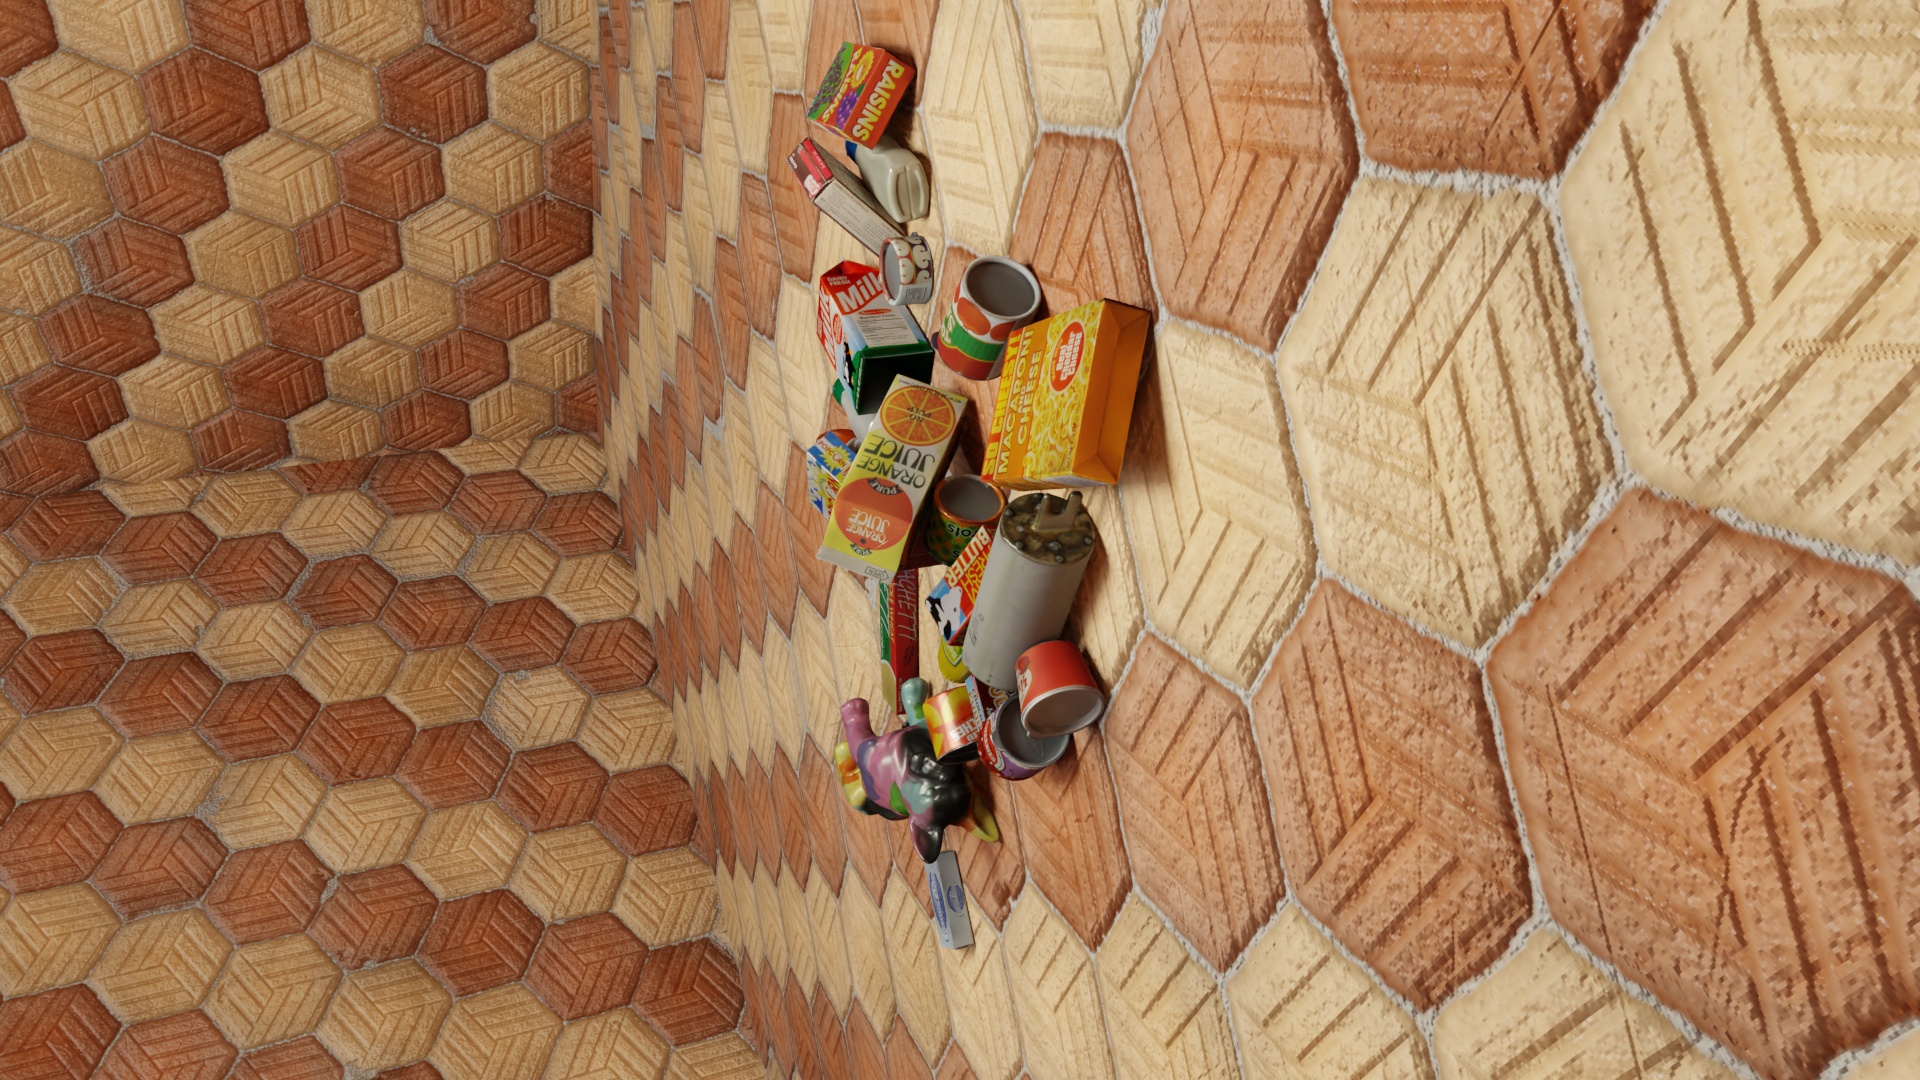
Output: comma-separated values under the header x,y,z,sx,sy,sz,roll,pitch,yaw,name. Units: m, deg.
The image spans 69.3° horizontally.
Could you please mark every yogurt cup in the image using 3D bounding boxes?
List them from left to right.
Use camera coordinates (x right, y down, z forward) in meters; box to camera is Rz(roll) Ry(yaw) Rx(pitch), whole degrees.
x,y,z,sx,sy,sz,roll,pitch,yaw,name
0.076,0.116,1.108,0.072,0.072,0.054,105,157,-47,yogurt cup

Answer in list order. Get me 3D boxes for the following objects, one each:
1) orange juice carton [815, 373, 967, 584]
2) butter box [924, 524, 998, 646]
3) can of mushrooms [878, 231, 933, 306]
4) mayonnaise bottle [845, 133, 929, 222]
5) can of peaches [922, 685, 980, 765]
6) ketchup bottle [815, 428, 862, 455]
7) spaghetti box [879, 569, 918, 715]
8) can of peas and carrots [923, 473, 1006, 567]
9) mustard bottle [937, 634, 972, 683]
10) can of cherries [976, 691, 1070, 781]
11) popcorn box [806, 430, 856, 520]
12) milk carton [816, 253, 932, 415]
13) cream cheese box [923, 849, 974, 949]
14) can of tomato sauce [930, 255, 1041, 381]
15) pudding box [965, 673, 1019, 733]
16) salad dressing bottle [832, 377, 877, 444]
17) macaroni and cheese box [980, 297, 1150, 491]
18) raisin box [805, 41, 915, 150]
x,y,z,sx,sy,sz,roll,pitch,yaw,name
-0.061,-0.048,1.238,0.072,0.072,0.194,102,-171,-57,orange juice carton
0.012,0.039,1.201,0.103,0.024,0.053,-52,51,30,butter box
-0.053,-0.261,1.336,0.071,0.033,0.071,172,89,-70,can of mushrooms
-0.073,-0.359,1.337,0.148,0.041,0.064,-123,21,-50,mayonnaise bottle
0.003,0.174,1.319,0.071,0.071,0.058,119,138,-59,can of peaches
-0.126,-0.097,1.579,0.148,0.044,0.064,-179,77,-69,ketchup bottle
-0.068,0.071,1.516,0.050,0.029,0.248,-138,43,-58,spaghetti box
0.004,-0.016,1.236,0.058,0.071,0.071,103,151,-43,can of peas and carrots
0.009,0.098,1.295,0.159,0.049,0.065,115,142,-56,mustard bottle
0.050,0.167,1.183,0.058,0.071,0.071,127,130,-63,can of cherries
-0.127,-0.054,1.530,0.085,0.038,0.126,43,159,15,popcorn box
-0.096,-0.214,1.411,0.191,0.073,0.072,-118,28,-42,milk carton
-0.014,0.390,1.511,0.053,0.024,0.104,141,118,-68,cream cheese box
0.021,-0.180,1.122,0.082,0.071,0.071,118,138,-57,can of tomato sauce
0.040,0.155,1.237,0.030,0.050,0.084,126,132,-64,pudding box
-0.101,-0.141,1.497,0.148,0.044,0.064,-131,42,-57,salad dressing bottle
0.073,-0.100,1.009,0.166,0.040,0.123,179,103,-70,macaroni and cheese box
-0.097,-0.425,1.325,0.086,0.040,0.124,-60,30,8,raisin box
